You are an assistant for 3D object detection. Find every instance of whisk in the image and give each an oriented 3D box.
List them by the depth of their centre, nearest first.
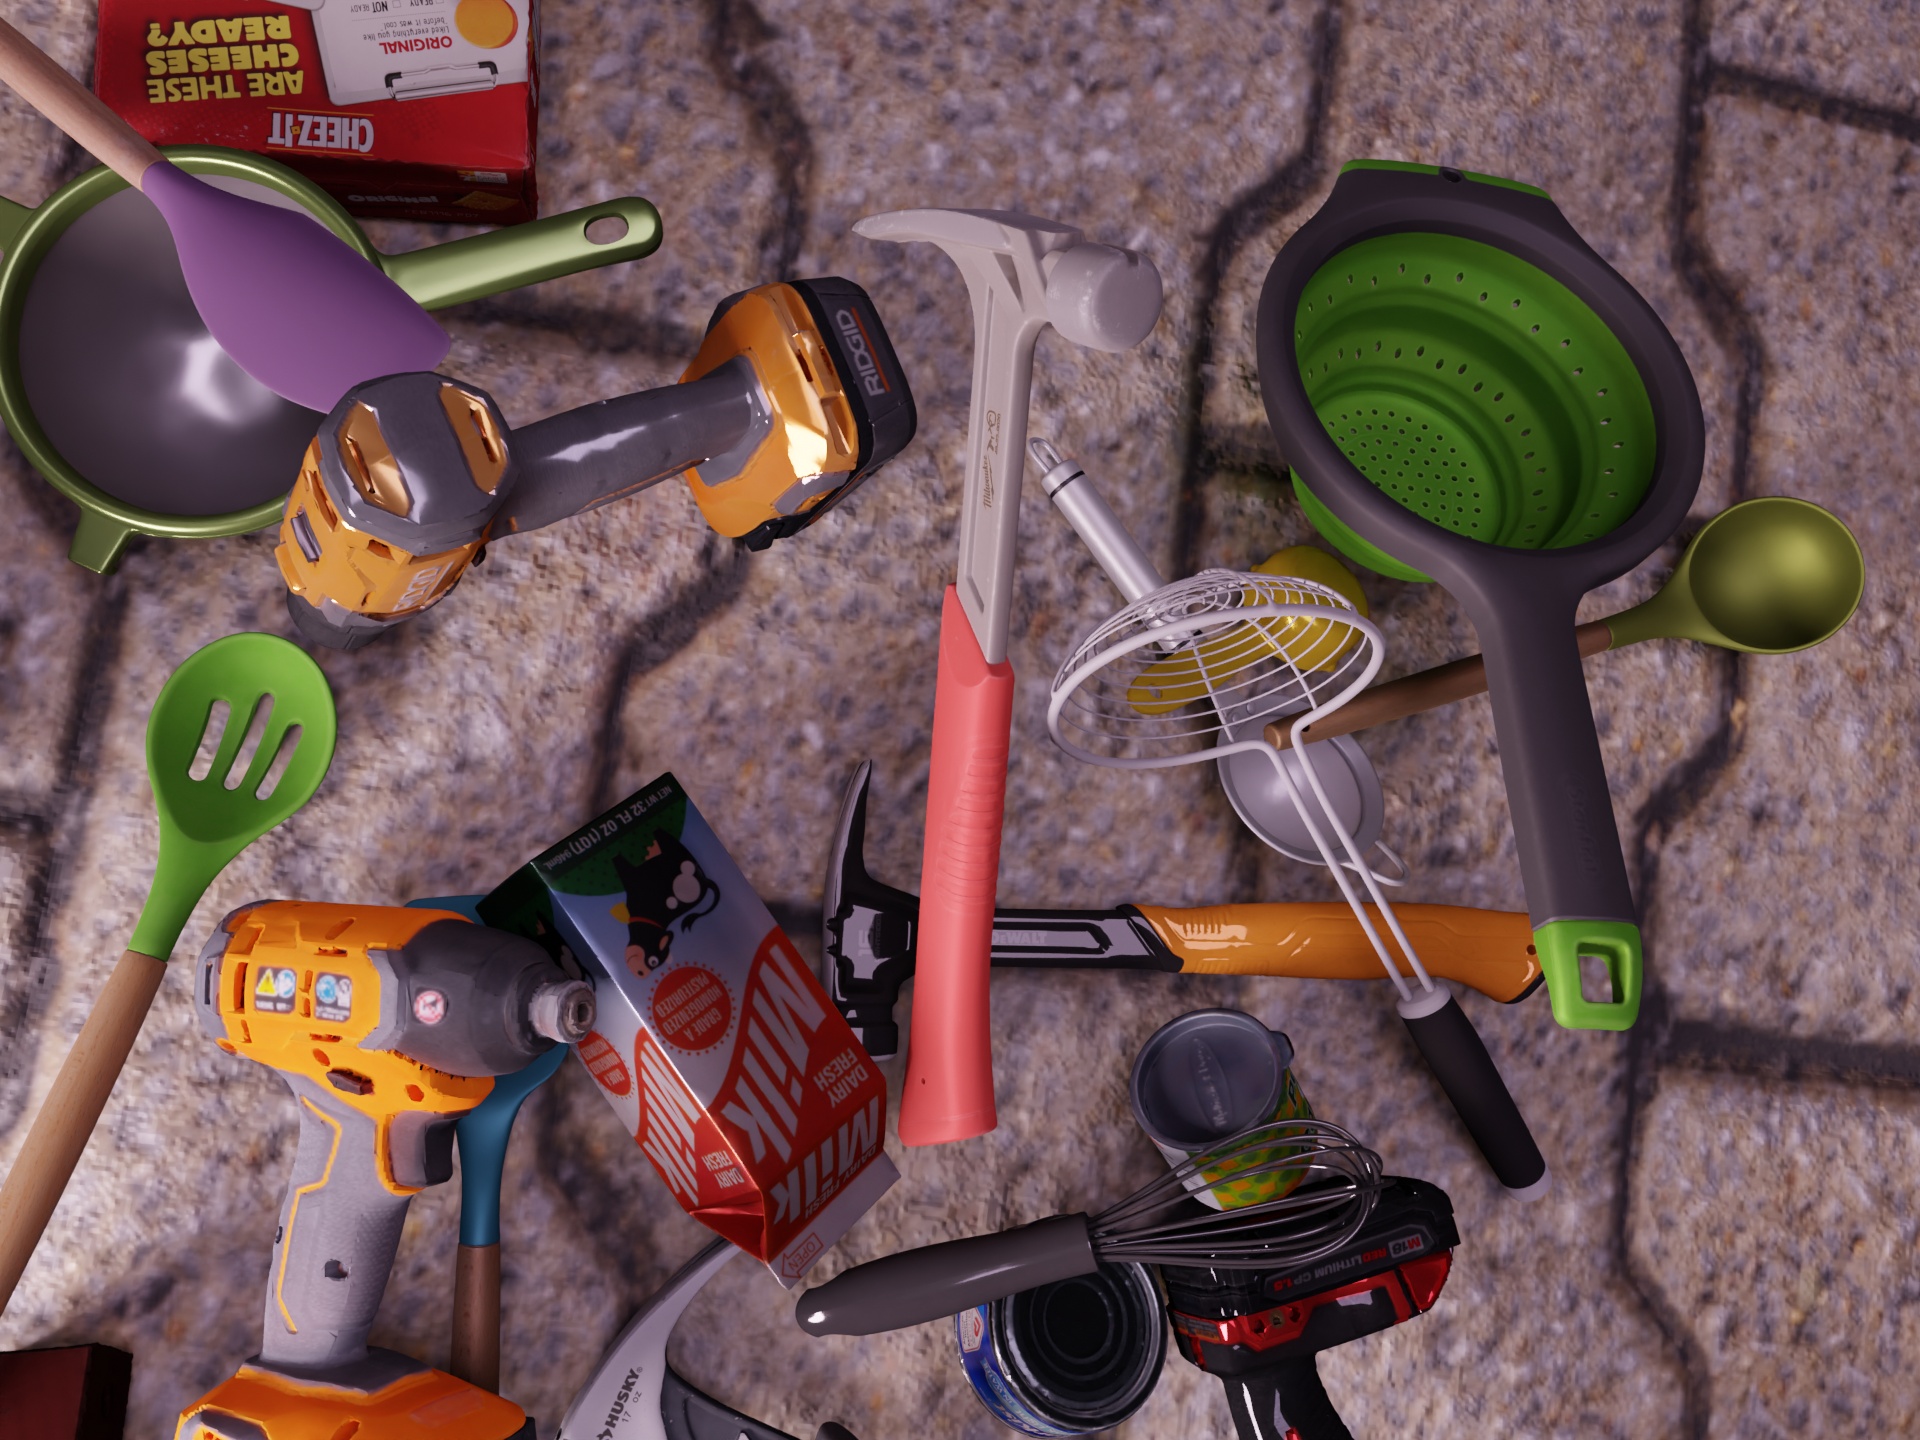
[{"bbox_3d":[0.049,0.202,0.613,0.239,0.055,0.055,-16,87,6],"label":"whisk"}]

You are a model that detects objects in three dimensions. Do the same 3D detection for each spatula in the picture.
[{"bbox_3d":[-0.315,-0.213,0.587,0.316,0.018,0.060,40,77,10],"label":"spatula"},{"bbox_3d":[-0.189,0.230,0.633,0.082,0.044,0.317,2,87,-12],"label":"spatula"}]

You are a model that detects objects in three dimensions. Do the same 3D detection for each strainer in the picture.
[{"bbox_3d":[-0.242,-0.158,0.636,0.256,0.069,0.151,-18,89,-8],"label":"strainer"},{"bbox_3d":[0.108,-0.025,0.719,0.087,0.050,0.258,-32,84,-38],"label":"strainer"}]

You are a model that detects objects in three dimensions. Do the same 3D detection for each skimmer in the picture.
[{"bbox_3d":[0.162,0.088,0.642,0.127,0.090,0.363,-23,113,25],"label":"skimmer"}]

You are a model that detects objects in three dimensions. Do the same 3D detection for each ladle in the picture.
[{"bbox_3d":[0.280,-0.037,0.729,0.320,0.062,0.078,-16,75,-20],"label":"ladle"}]

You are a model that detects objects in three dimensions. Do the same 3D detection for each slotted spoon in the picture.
[{"bbox_3d":[-0.316,0.111,0.590,0.070,0.031,0.314,20,69,-8],"label":"slotted spoon"}]

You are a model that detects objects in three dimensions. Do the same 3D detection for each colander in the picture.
[{"bbox_3d":[0.215,-0.056,0.677,0.204,0.094,0.397,5,64,-11],"label":"colander"}]

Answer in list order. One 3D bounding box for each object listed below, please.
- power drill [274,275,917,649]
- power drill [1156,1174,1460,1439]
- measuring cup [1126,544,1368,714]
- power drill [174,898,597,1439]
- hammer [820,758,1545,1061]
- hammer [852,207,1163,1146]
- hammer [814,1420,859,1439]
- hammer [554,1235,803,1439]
[{"bbox_3d":[-0.152,-0.091,0.623,0.226,0.185,0.084,-22,88,-33],"label":"power drill"},{"bbox_3d":[0.171,0.308,0.656,0.143,0.078,0.220,-10,79,-18],"label":"power drill"},{"bbox_3d":[0.127,-0.037,0.693,0.156,0.029,0.062,-26,77,-42],"label":"measuring cup"},{"bbox_3d":[-0.202,0.180,0.570,0.164,0.084,0.226,-1,85,27],"label":"power drill"},{"bbox_3d":[0.107,0.089,0.707,0.336,0.034,0.127,3,84,-12],"label":"hammer"},{"bbox_3d":[-0.001,-0.002,0.593,0.036,0.149,0.359,-9,115,-31],"label":"hammer"},{"bbox_3d":[-0.127,0.414,0.591,0.146,0.035,0.335,31,87,-7],"label":"hammer"},{"bbox_3d":[0.033,0.349,0.659,0.409,0.036,0.149,27,77,-8],"label":"hammer"}]
